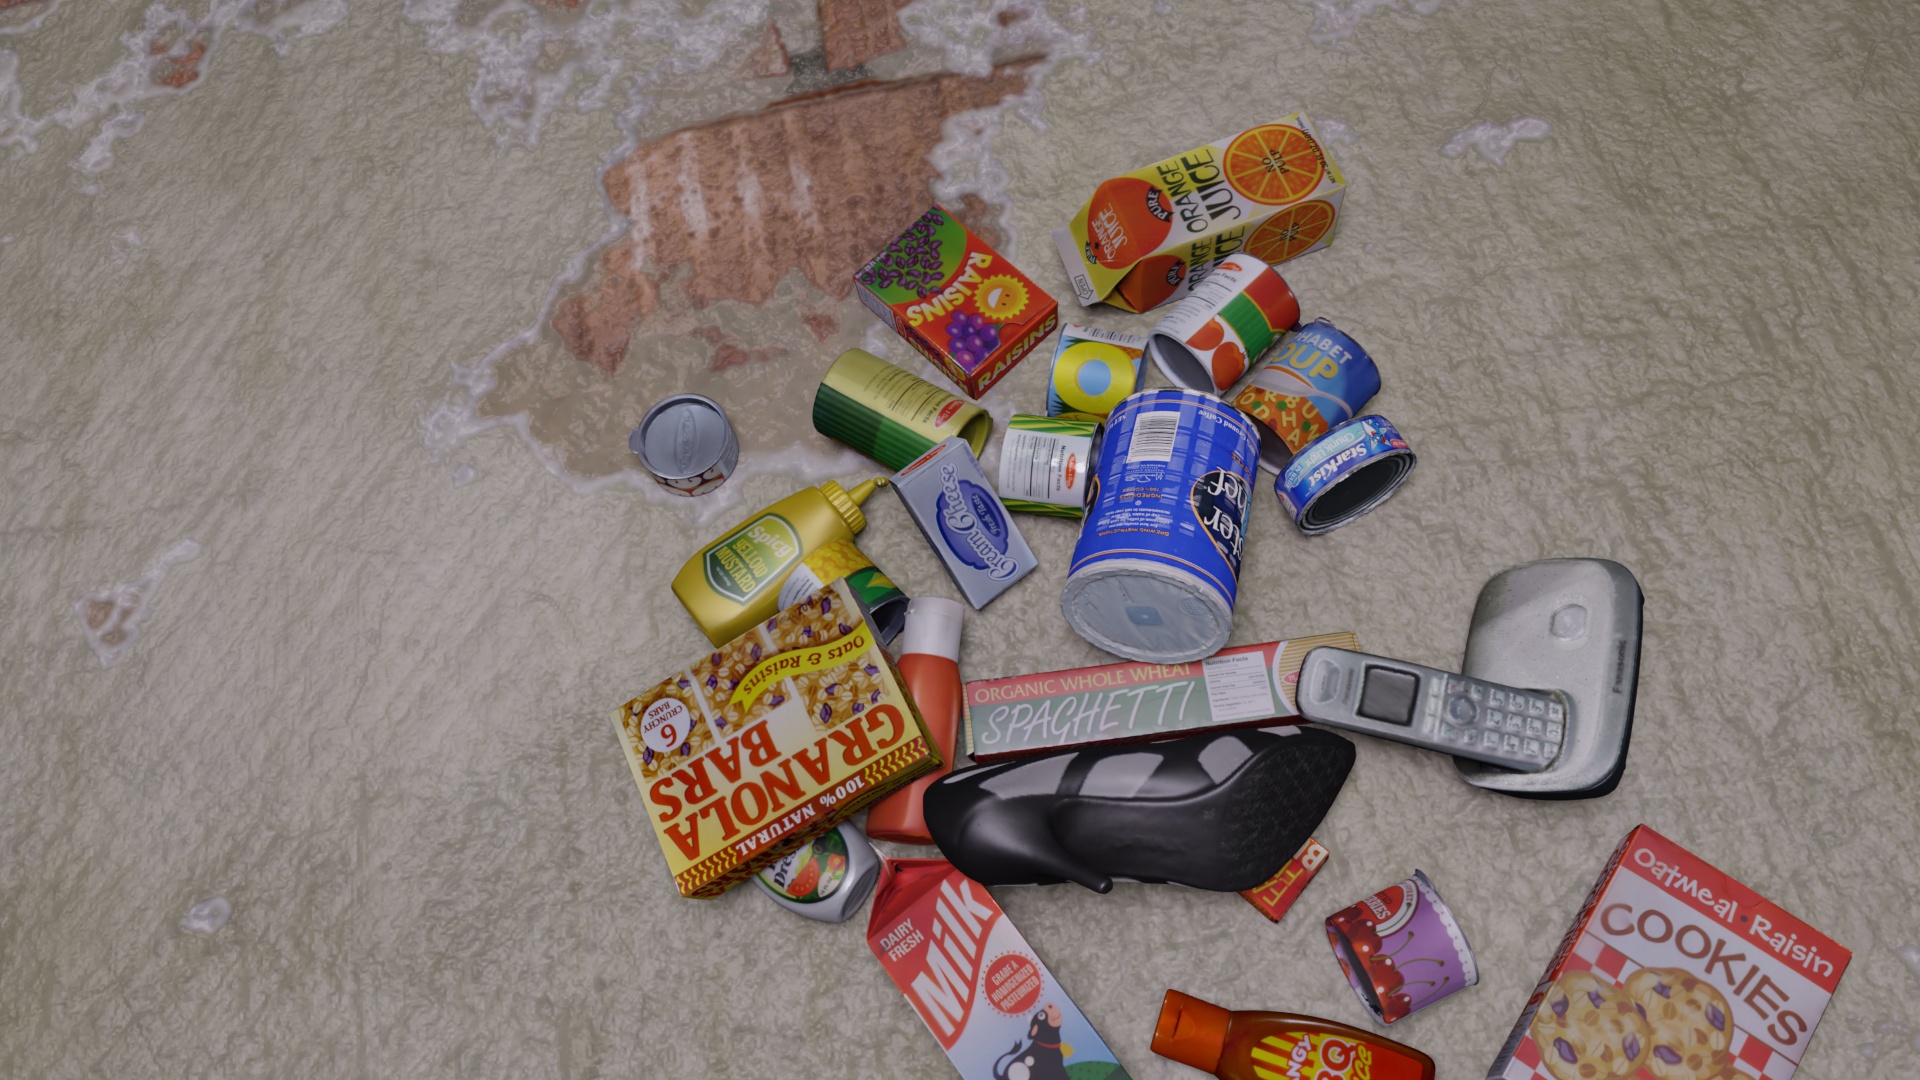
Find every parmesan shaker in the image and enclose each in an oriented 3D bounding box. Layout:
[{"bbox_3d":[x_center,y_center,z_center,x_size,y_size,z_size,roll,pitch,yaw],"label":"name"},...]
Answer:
[{"bbox_3d":[-0.039,-0.082,0.943,0.103,0.071,0.071,28,73,17],"label":"parmesan shaker"}]

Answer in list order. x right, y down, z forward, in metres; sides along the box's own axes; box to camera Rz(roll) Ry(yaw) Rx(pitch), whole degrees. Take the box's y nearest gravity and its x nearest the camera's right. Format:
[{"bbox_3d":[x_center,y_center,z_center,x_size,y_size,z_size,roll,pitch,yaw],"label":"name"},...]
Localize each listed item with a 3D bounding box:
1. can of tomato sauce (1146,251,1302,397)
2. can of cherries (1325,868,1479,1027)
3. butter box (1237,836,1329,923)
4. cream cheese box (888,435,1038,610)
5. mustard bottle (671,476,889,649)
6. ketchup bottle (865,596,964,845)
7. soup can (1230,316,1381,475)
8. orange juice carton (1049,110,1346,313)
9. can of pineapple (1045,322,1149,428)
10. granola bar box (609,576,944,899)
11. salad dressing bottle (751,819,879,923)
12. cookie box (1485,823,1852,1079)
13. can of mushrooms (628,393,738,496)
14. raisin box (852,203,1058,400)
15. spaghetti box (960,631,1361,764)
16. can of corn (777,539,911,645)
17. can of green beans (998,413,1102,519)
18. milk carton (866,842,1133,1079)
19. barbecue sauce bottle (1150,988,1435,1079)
[{"bbox_3d":[0.180,-0.143,0.946,0.083,0.071,0.071,-43,70,-11],"label":"can of tomato sauce"},{"bbox_3d":[0.245,0.227,0.778,0.058,0.071,0.071,-24,67,-3],"label":"can of cherries"},{"bbox_3d":[0.164,0.175,0.833,0.103,0.024,0.053,40,75,19],"label":"butter box"},{"bbox_3d":[0.003,-0.011,0.895,0.053,0.024,0.103,-36,113,-10],"label":"cream cheese box"},{"bbox_3d":[-0.113,0.003,0.922,0.160,0.048,0.065,-39,70,-10],"label":"mustard bottle"},{"bbox_3d":[-0.025,0.110,0.855,0.043,0.064,0.149,16,69,-22],"label":"ketchup bottle"},{"bbox_3d":[0.224,-0.094,0.916,0.071,0.071,0.084,41,77,20],"label":"soup can"},{"bbox_3d":[0.163,-0.224,0.977,0.193,0.072,0.072,-20,67,-2],"label":"orange juice carton"},{"bbox_3d":[0.093,-0.108,0.940,0.058,0.070,0.071,12,69,11],"label":"can of pineapple"},{"bbox_3d":[-0.109,0.117,0.821,0.165,0.039,0.124,-30,67,4],"label":"granola bar box"},{"bbox_3d":[-0.121,0.176,0.852,0.148,0.044,0.064,28,80,19],"label":"salad dressing bottle"},{"bbox_3d":[0.389,0.262,0.763,0.123,0.040,0.168,33,74,18],"label":"cookie box"},{"bbox_3d":[-0.192,-0.066,0.969,0.071,0.033,0.071,-2,68,5],"label":"can of mushrooms"},{"bbox_3d":[-0.003,-0.171,0.991,0.086,0.040,0.123,-42,70,-13],"label":"raisin box"},{"bbox_3d":[0.125,0.099,0.867,0.250,0.028,0.050,-8,67,3],"label":"spaghetti box"},{"bbox_3d":[-0.073,0.041,0.894,0.071,0.071,0.058,-42,69,-11],"label":"can of corn"},{"bbox_3d":[0.060,-0.049,0.916,0.058,0.071,0.071,7,68,13],"label":"can of green beans"},{"bbox_3d":[0.010,0.252,0.790,0.073,0.072,0.191,-37,68,-9],"label":"milk carton"},{"bbox_3d":[0.181,0.292,0.771,0.148,0.043,0.065,16,71,13],"label":"barbecue sauce bottle"}]
